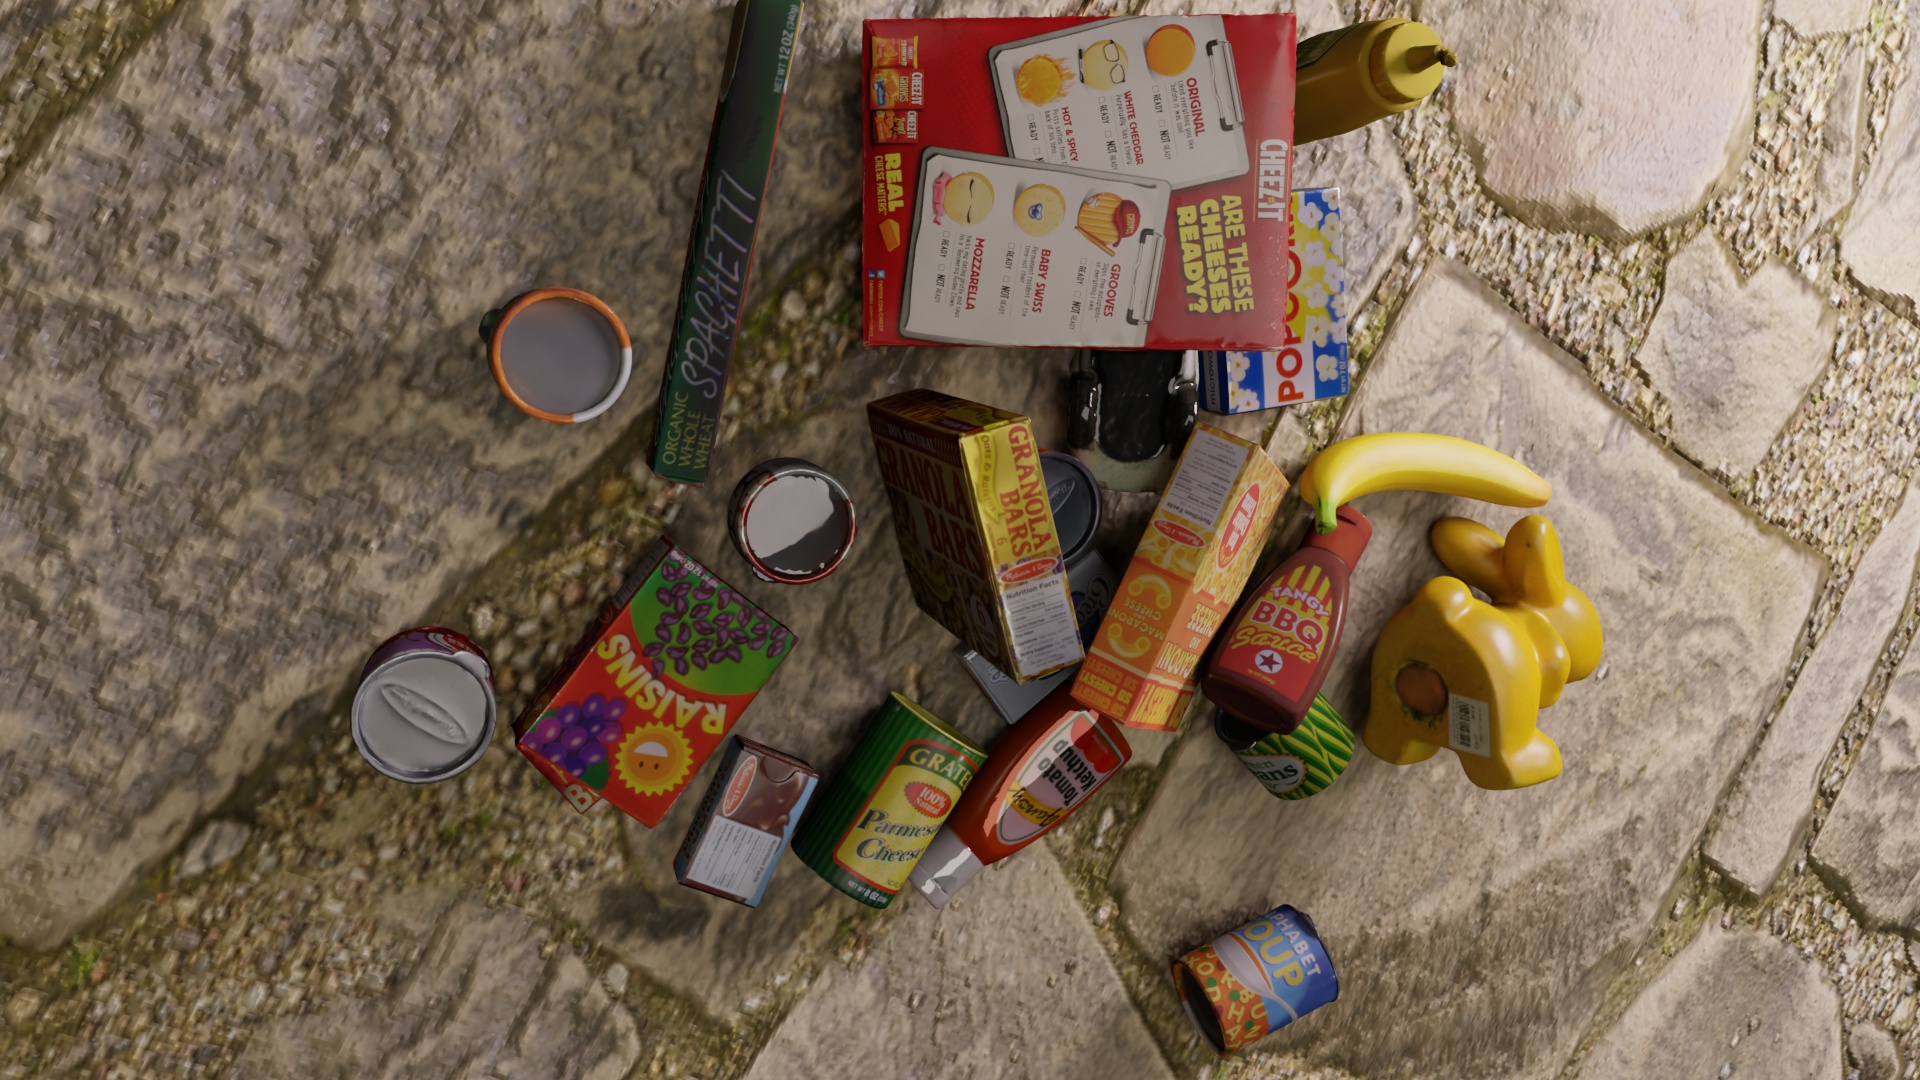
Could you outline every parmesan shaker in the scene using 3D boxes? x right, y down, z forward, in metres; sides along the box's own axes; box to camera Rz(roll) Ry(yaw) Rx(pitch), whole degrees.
[{"bbox_3d":[-0.038,0.147,0.781,0.071,0.071,0.103,34,87,-22],"label":"parmesan shaker"}]

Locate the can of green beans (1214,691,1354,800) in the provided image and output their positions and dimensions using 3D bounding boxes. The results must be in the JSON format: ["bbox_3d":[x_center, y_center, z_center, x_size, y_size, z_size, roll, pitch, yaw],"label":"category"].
[{"bbox_3d":[0.201,0.119,0.862,0.071,0.071,0.057,-45,111,-7],"label":"can of green beans"}]

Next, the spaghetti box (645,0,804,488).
[{"bbox_3d":[-0.121,-0.151,0.707,0.029,0.050,0.249,11,96,-19],"label":"spaghetti box"}]

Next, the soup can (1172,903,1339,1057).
[{"bbox_3d":[0.187,0.278,0.883,0.084,0.071,0.071,-21,106,-15],"label":"soup can"}]

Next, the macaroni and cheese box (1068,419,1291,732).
[{"bbox_3d":[0.129,0.026,0.797,0.166,0.040,0.123,-64,156,1],"label":"macaroni and cheese box"}]

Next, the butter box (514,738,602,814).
[{"bbox_3d":[-0.180,0.093,0.742,0.104,0.024,0.053,-38,109,-10],"label":"butter box"}]

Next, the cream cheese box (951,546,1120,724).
[{"bbox_3d":[0.051,0.054,0.819,0.104,0.024,0.053,-39,110,-10],"label":"cream cheese box"}]

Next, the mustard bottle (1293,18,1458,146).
[{"bbox_3d":[0.216,-0.253,0.754,0.065,0.160,0.048,-42,109,-10],"label":"mustard bottle"}]

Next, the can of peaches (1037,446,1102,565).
[{"bbox_3d":[0.037,-0.023,0.783,0.071,0.058,0.071,-3,101,-19],"label":"can of peaches"}]

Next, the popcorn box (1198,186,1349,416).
[{"bbox_3d":[0.183,-0.143,0.825,0.085,0.038,0.126,-10,102,-18],"label":"popcorn box"}]

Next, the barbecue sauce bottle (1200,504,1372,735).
[{"bbox_3d":[0.204,0.043,0.839,0.065,0.043,0.149,26,62,17],"label":"barbecue sauce bottle"}]

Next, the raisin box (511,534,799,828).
[{"bbox_3d":[-0.156,0.072,0.712,0.086,0.040,0.123,40,83,-22],"label":"raisin box"}]

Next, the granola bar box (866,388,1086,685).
[{"bbox_3d":[0.003,-0.009,0.715,0.039,0.166,0.124,-18,105,-15],"label":"granola bar box"}]

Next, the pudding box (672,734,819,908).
[{"bbox_3d":[-0.119,0.156,0.772,0.049,0.030,0.083,25,90,-21],"label":"pudding box"}]

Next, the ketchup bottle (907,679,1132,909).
[{"bbox_3d":[0.029,0.152,0.818,0.149,0.043,0.064,-42,117,-8],"label":"ketchup bottle"}]

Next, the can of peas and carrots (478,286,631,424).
[{"bbox_3d":[-0.200,-0.093,0.684,0.071,0.059,0.070,-3,100,-20],"label":"can of peas and carrots"}]

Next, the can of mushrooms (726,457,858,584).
[{"bbox_3d":[-0.091,-0.008,0.752,0.071,0.033,0.071,-4,100,-20],"label":"can of mushrooms"}]

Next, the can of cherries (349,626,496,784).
[{"bbox_3d":[-0.263,0.079,0.691,0.071,0.058,0.071,-3,100,-19],"label":"can of cherries"}]
